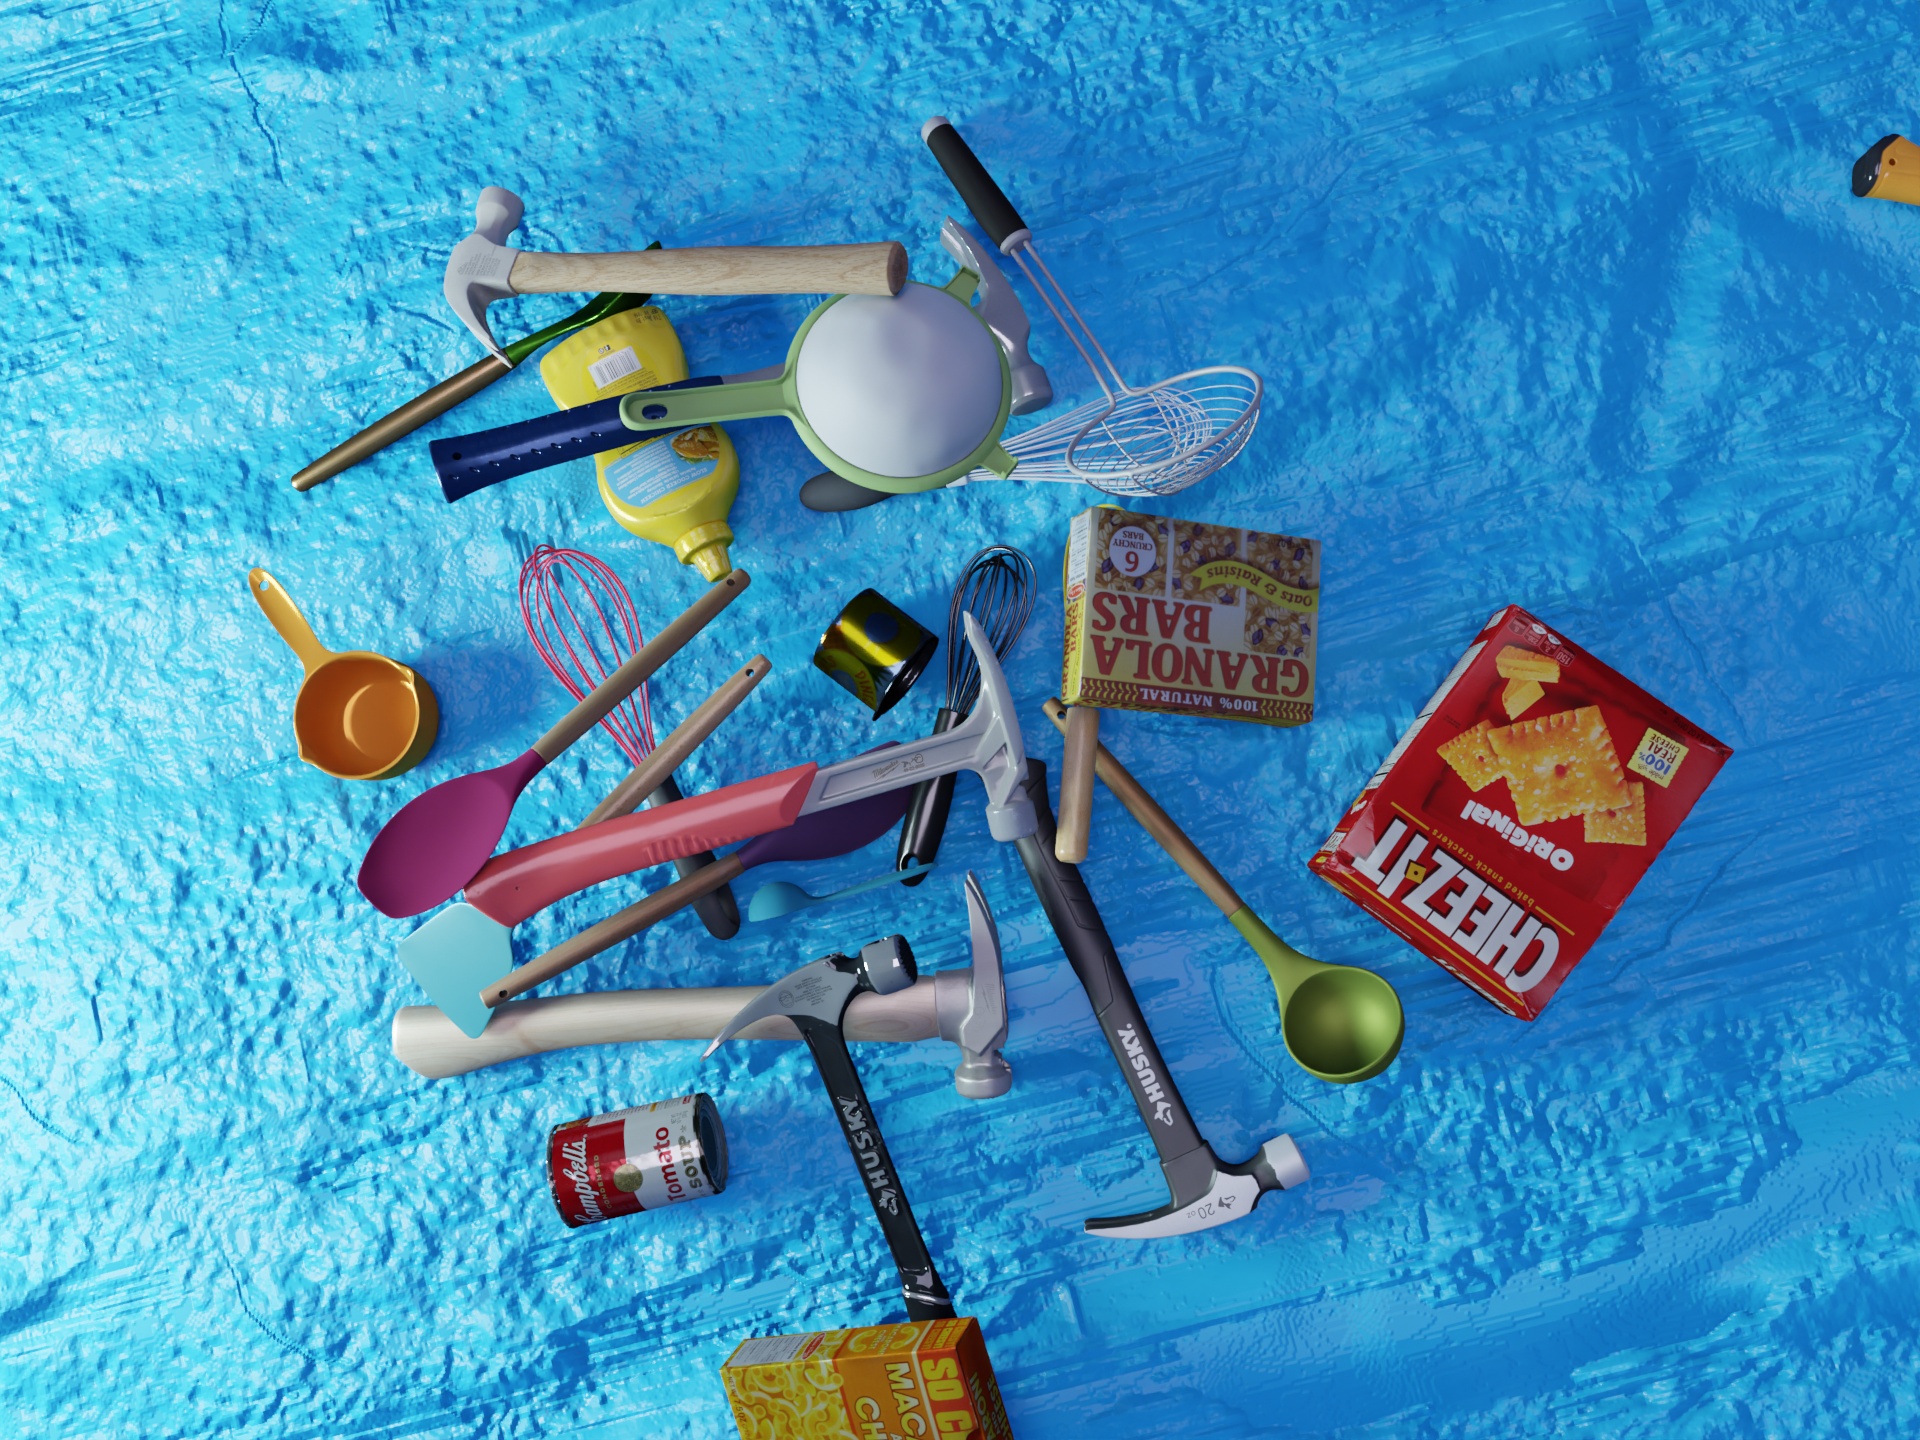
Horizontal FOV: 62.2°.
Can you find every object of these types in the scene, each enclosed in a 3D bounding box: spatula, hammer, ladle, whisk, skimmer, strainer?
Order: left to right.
[{"bbox_3d":[-0.238,0.072,1.037,0.317,0.044,0.082,-44,82,-2],"label":"spatula"},{"bbox_3d":[-0.217,0.013,1.073,0.073,0.073,0.296,-26,88,1],"label":"whisk"},{"bbox_3d":[-0.193,-0.293,1.042,0.331,0.031,0.130,5,69,19],"label":"hammer"},{"bbox_3d":[-0.175,0.185,1.049,0.410,0.038,0.146,-4,99,6],"label":"hammer"},{"bbox_3d":[-0.166,0.107,1.043,0.316,0.018,0.059,-28,108,-13],"label":"spatula"},{"bbox_3d":[-0.148,-0.225,1.058,0.405,0.035,0.144,-18,81,-12],"label":"hammer"},{"bbox_3d":[-0.137,0.047,1.003,0.359,0.037,0.149,-16,97,-5],"label":"hammer"},{"bbox_3d":[-0.088,-0.220,1.010,0.256,0.069,0.151,-9,78,-10],"label":"strainer"},{"bbox_3d":[-0.034,0.348,1.008,0.149,0.036,0.409,-20,91,10],"label":"hammer"},{"bbox_3d":[-0.001,-0.003,1.066,0.055,0.055,0.239,16,90,6],"label":"whisk"},{"bbox_3d":[0.028,-0.176,1.077,0.284,0.070,0.070,-9,84,8],"label":"whisk"},{"bbox_3d":[0.063,-0.284,1.022,0.127,0.090,0.364,-29,67,-3],"label":"skimmer"},{"bbox_3d":[0.086,-0.028,1.047,0.047,0.051,0.245,7,77,-3],"label":"whisk"},{"bbox_3d":[0.090,0.175,1.043,0.146,0.035,0.335,-25,83,1],"label":"hammer"},{"bbox_3d":[0.163,0.103,1.036,0.078,0.062,0.320,-41,80,-5],"label":"ladle"},{"bbox_3d":[0.763,-0.331,1.045,0.337,0.034,0.127,10,84,5],"label":"hammer"}]

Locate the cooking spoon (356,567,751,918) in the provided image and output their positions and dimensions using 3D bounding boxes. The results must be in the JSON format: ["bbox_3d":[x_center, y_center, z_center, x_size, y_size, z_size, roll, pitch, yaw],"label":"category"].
[{"bbox_3d":[-0.250,0.006,1.019,0.069,0.017,0.319,38,68,17],"label":"cooking spoon"}]

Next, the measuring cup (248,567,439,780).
[{"bbox_3d":[-0.429,-0.034,1.097,0.095,0.052,0.174,-39,81,0],"label":"measuring cup"}]

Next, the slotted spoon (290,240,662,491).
[{"bbox_3d":[-0.337,-0.243,1.117,0.314,0.070,0.031,-29,119,6],"label":"slotted spoon"}]

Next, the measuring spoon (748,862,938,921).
[{"bbox_3d":[-0.079,0.105,1.043,0.128,0.042,0.021,-16,91,-1],"label":"measuring spoon"}]
